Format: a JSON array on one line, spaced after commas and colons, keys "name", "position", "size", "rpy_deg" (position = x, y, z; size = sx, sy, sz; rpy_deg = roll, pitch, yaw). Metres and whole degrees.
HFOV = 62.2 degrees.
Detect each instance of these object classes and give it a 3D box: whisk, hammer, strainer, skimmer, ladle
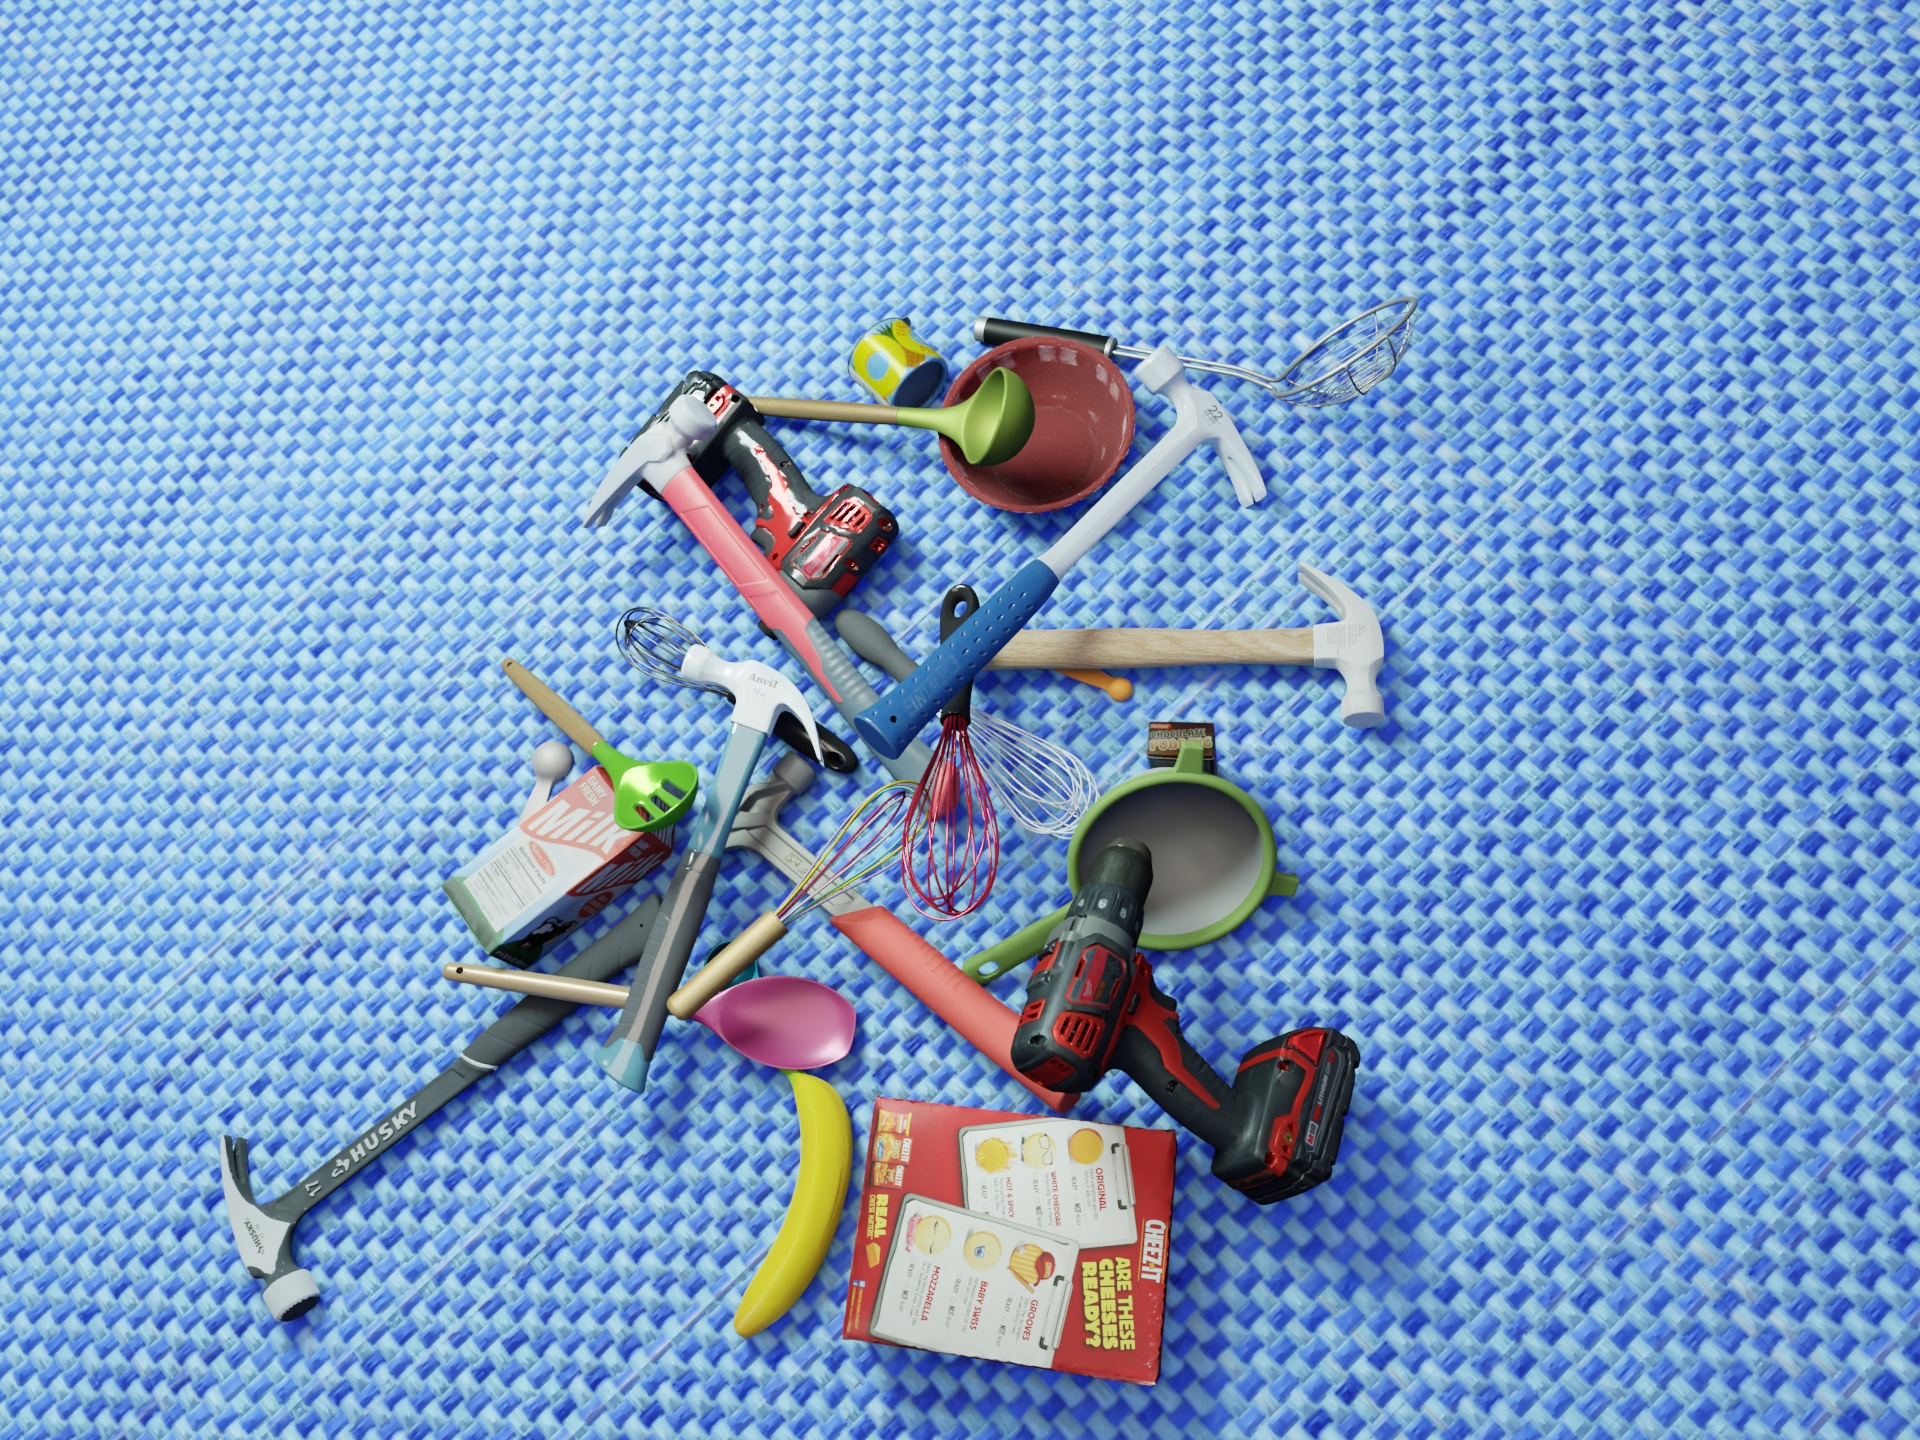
[{"name": "whisk", "position": [-0.004, 0.017, 1.173], "size": [0.073, 0.073, 0.296], "rpy_deg": [-4, 55, 9]}, {"name": "whisk", "position": [-0.182, -0.021, 1.287], "size": [0.239, 0.055, 0.055], "rpy_deg": [31, 79, 14]}, {"name": "whisk", "position": [-0.003, -0.003, 1.242], "size": [0.285, 0.070, 0.070], "rpy_deg": [40, 82, 25]}, {"name": "whisk", "position": [-0.119, 0.128, 1.163], "size": [0.245, 0.047, 0.051], "rpy_deg": [-41, 62, -9]}, {"name": "hammer", "position": [-0.057, 0.172, 1.175], "size": [0.359, 0.036, 0.149], "rpy_deg": [36, 80, 28]}, {"name": "hammer", "position": [0.076, -0.114, 1.197], "size": [0.144, 0.035, 0.405], "rpy_deg": [47, 67, -6]}, {"name": "hammer", "position": [-0.199, 0.113, 1.194], "size": [0.128, 0.033, 0.331], "rpy_deg": [18, 78, 5]}, {"name": "strainer", "position": [0.108, 0.116, 1.175], "size": [0.256, 0.151, 0.069], "rpy_deg": [-32, 23, 16]}, {"name": "skimmer", "position": [0.183, -0.322, 1.300], "size": [0.363, 0.090, 0.127], "rpy_deg": [14, 38, 18]}, {"name": "ladle", "position": [-0.077, -0.254, 1.301], "size": [0.320, 0.062, 0.078], "rpy_deg": [11, 86, 32]}, {"name": "hammer", "position": [-0.390, 0.272, 1.227], "size": [0.409, 0.036, 0.149], "rpy_deg": [-38, 68, -5]}, {"name": "hammer", "position": [-0.143, -0.067, 1.257], "size": [0.143, 0.038, 0.386], "rpy_deg": [-43, 82, 23]}, {"name": "hammer", "position": [0.157, -0.059, 1.233], "size": [0.331, 0.031, 0.130], "rpy_deg": [0, 66, 9]}]

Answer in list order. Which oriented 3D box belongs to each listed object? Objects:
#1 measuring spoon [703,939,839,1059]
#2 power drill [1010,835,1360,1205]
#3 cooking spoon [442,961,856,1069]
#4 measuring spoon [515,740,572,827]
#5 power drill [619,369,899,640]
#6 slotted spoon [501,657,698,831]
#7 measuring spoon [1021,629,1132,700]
[{"name": "measuring spoon", "position": [-0.141, 0.217, 1.213], "size": [0.129, 0.021, 0.042], "rpy_deg": [38, 83, 11]}, {"name": "power drill", "position": [0.153, 0.199, 1.071], "size": [0.226, 0.080, 0.188], "rpy_deg": [33, 53, -9]}, {"name": "cooking spoon", "position": [-0.236, 0.211, 1.199], "size": [0.319, 0.017, 0.069], "rpy_deg": [8, 71, 5]}, {"name": "measuring spoon", "position": [-0.351, 0.073, 1.297], "size": [0.034, 0.018, 0.124], "rpy_deg": [13, 75, 14]}, {"name": "power drill", "position": [-0.170, -0.175, 1.318], "size": [0.220, 0.078, 0.143], "rpy_deg": [42, 94, 16]}, {"name": "slotted spoon", "position": [-0.290, 0.012, 1.240], "size": [0.070, 0.031, 0.314], "rpy_deg": [-41, 43, -16]}, {"name": "measuring spoon", "position": [0.084, -0.047, 1.262], "size": [0.117, 0.011, 0.021], "rpy_deg": [27, 78, 18]}]
